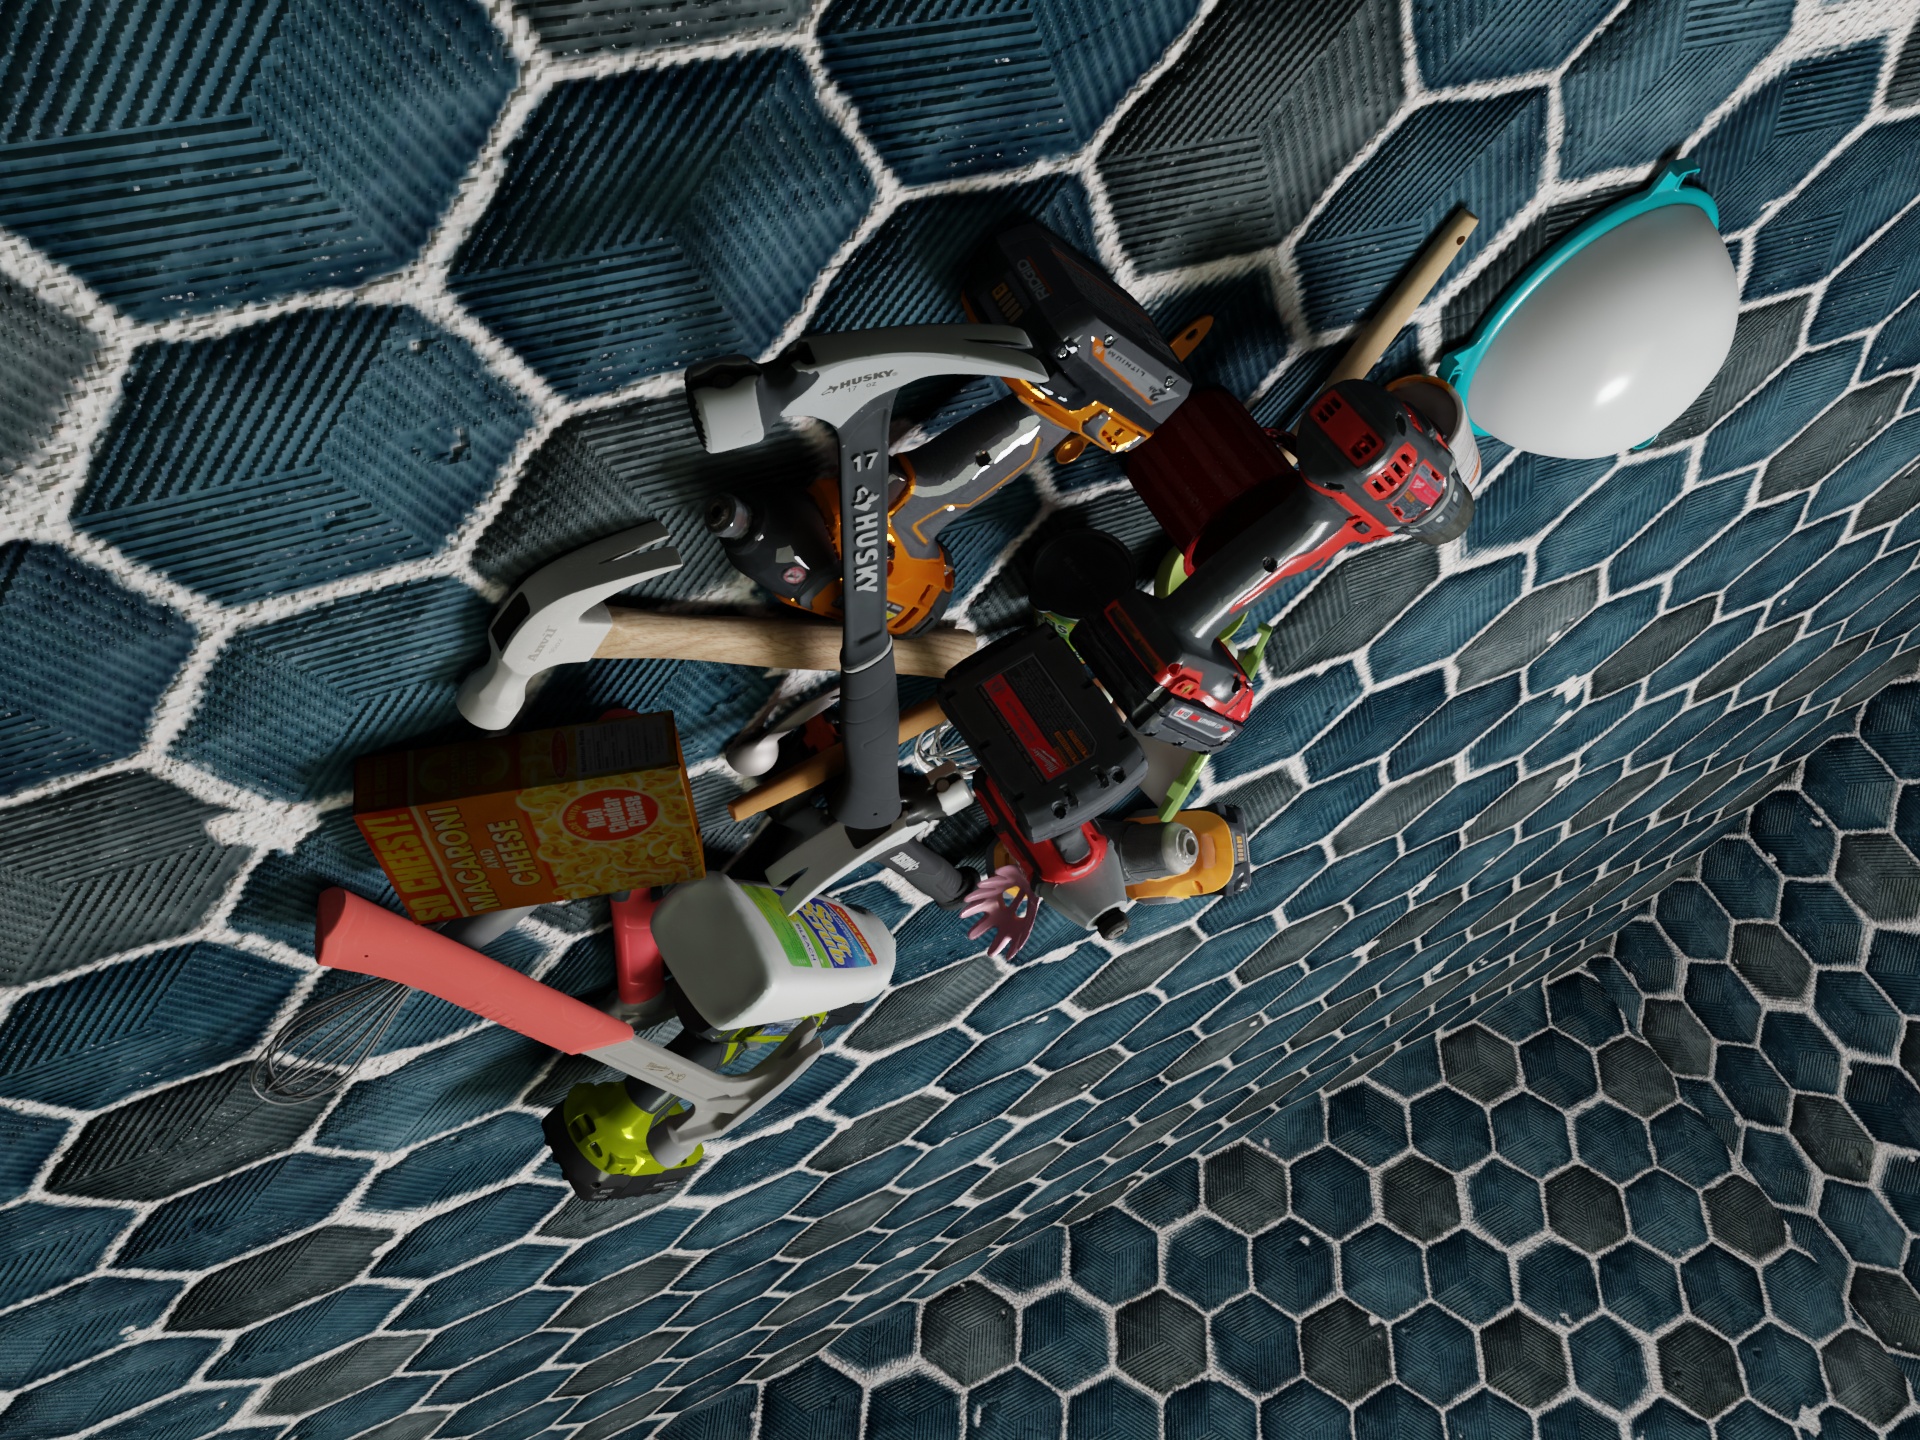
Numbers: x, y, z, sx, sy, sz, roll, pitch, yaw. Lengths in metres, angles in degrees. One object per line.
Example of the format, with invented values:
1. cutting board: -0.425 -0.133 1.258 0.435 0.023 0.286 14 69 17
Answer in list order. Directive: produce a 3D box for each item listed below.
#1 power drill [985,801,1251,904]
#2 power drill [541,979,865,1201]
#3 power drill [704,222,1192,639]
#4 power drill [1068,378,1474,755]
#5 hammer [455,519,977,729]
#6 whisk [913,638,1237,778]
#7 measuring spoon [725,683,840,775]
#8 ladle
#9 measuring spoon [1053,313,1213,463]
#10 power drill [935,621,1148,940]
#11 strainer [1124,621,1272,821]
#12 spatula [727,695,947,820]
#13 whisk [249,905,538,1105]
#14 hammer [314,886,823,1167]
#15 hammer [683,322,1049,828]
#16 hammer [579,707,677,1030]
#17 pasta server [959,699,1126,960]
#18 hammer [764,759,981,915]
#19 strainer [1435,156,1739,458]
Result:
1. power drill: 0.158 0.111 1.325 0.185 0.084 0.226 -11 170 41
2. power drill: -0.188 0.261 1.208 0.228 0.080 0.190 -45 152 15
3. power drill: -0.014 -0.134 0.794 0.226 0.084 0.164 -40 151 24
4. power drill: 0.193 -0.084 0.917 0.226 0.080 0.187 -45 151 19
5. hammer: -0.109 -0.046 0.895 0.331 0.031 0.130 1 140 -48
6. whisk: 0.082 -0.013 1.107 0.246 0.058 0.059 -19 128 -13
7. measuring spoon: -0.102 0.008 0.972 0.034 0.018 0.124 -6 161 -43
8. ladle: 0.223 -0.175 1.000 0.078 0.062 0.320 7 133 -35
9. measuring spoon: 0.096 -0.188 0.895 0.117 0.011 0.021 -42 153 13
10. power drill: 0.056 0.048 0.961 0.078 0.143 0.219 -30 156 -8
11. strainer: 0.162 0.010 1.250 0.151 0.069 0.256 -59 175 -15
12. spatula: -0.002 -0.003 1.013 0.322 0.041 0.081 -27 -175 -25
13. whisk: -0.341 0.161 0.989 0.239 0.055 0.055 -37 153 1
14. hammer: -0.247 0.185 1.006 0.149 0.037 0.358 -40 134 10
15. hammer: -0.044 -0.049 0.805 0.149 0.036 0.408 -16 152 -12
16. hammer: -0.201 0.108 1.055 0.143 0.038 0.386 -21 152 -22
17. pasta server: 0.066 0.082 1.179 0.040 0.060 0.316 -38 162 -36
18. hammer: -0.037 0.109 1.174 0.146 0.035 0.334 -30 164 2
19. strainer: 0.477 -0.233 1.122 0.211 0.095 0.340 -41 151 18
